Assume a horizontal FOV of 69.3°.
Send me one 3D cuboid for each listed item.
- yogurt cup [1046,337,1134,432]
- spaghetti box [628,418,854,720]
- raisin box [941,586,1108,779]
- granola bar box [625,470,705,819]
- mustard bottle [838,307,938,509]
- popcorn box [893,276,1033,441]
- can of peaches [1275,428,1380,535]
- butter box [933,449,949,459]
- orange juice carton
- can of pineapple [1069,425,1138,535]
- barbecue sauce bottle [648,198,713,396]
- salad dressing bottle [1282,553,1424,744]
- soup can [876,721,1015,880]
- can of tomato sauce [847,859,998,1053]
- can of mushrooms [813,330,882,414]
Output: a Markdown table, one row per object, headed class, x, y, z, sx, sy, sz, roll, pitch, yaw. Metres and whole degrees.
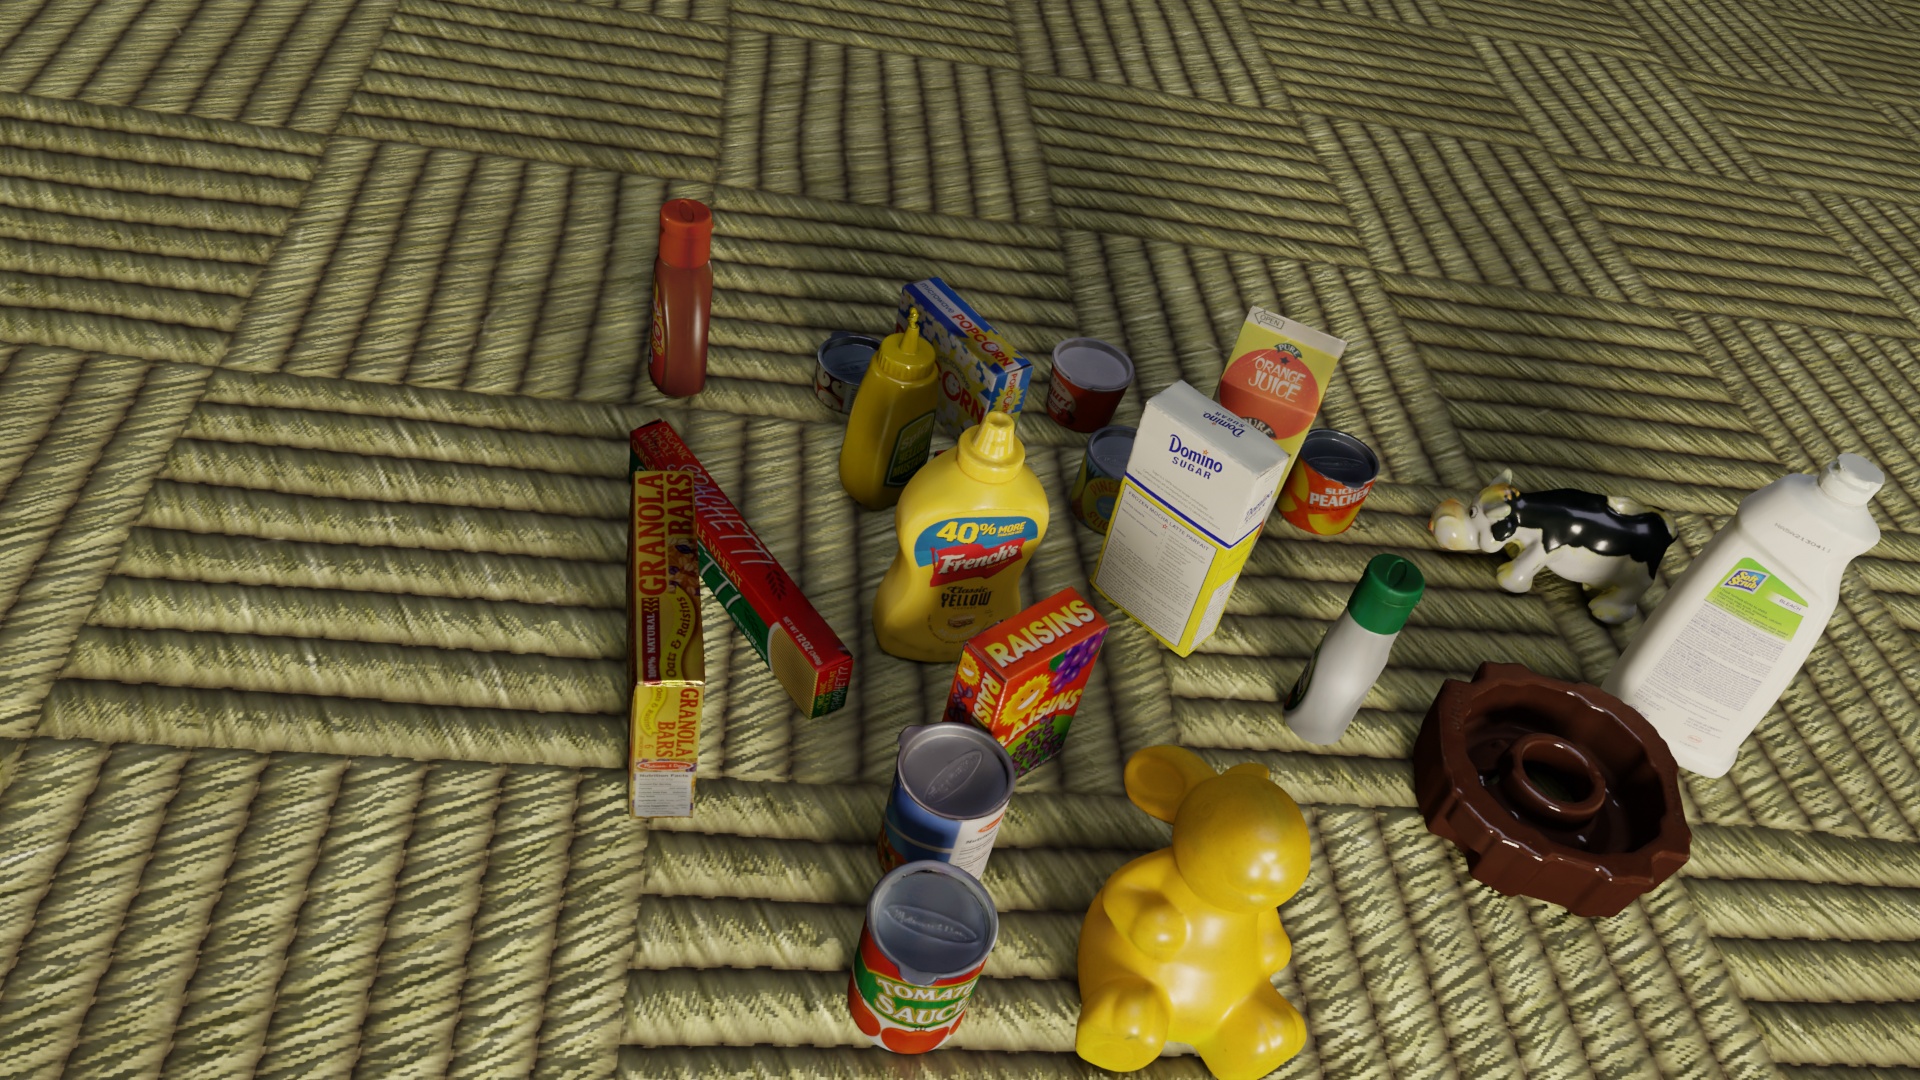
| class | x | y | z | sx | sy | sz | roll | pitch | yaw |
| --- | --- | --- | --- | --- | --- | --- | --- | --- | --- |
| yogurt cup | 0.102 | -0.125 | 1.132 | 0.072 | 0.053 | 0.073 | 8 | 43 | -7 |
| spaghetti box | -0.151 | 0.013 | 0.919 | 0.029 | 0.049 | 0.251 | -21 | 53 | -32 |
| raisin box | 0.033 | 0.095 | 0.832 | 0.086 | 0.122 | 0.040 | -24 | 55 | -34 |
| granola bar box | -0.175 | 0.059 | 0.810 | 0.039 | 0.123 | 0.166 | 1 | 45 | -15 |
| mustard bottle | -0.046 | -0.095 | 0.981 | 0.049 | 0.159 | 0.065 | 36 | 47 | 21 |
| popcorn box | -0.003 | -0.137 | 1.092 | 0.038 | 0.084 | 0.127 | -21 | 54 | -33 |
| can of peaches | 0.289 | -0.044 | 1.096 | 0.071 | 0.057 | 0.071 | 8 | 43 | -7 |
| butter box | 0.004 | -0.012 | 0.987 | 0.024 | 0.052 | 0.104 | -6 | 47 | -21 |
| orange juice carton | 0.215 | -0.081 | 1.016 | 0.072 | 0.191 | 0.073 | 23 | 43 | 9 |
| can of pineapple | 0.120 | -0.043 | 1.048 | 0.071 | 0.057 | 0.071 | 8 | 43 | -7 |
| barbecue sauce bottle | -0.208 | -0.182 | 1.035 | 0.044 | 0.147 | 0.065 | -5 | 46 | -20 |
| salad dressing bottle | 0.254 | 0.071 | 0.900 | 0.044 | 0.146 | 0.064 | 28 | 44 | 14 |
| soup can | -0.012 | 0.152 | 0.788 | 0.071 | 0.083 | 0.072 | 8 | 43 | -7 |
| can of tomato sauce | -0.021 | 0.218 | 0.718 | 0.071 | 0.082 | 0.071 | 8 | 43 | -7 |
| can of mushrooms | -0.083 | -0.133 | 1.103 | 0.071 | 0.033 | 0.071 | 8 | 43 | -7 |
